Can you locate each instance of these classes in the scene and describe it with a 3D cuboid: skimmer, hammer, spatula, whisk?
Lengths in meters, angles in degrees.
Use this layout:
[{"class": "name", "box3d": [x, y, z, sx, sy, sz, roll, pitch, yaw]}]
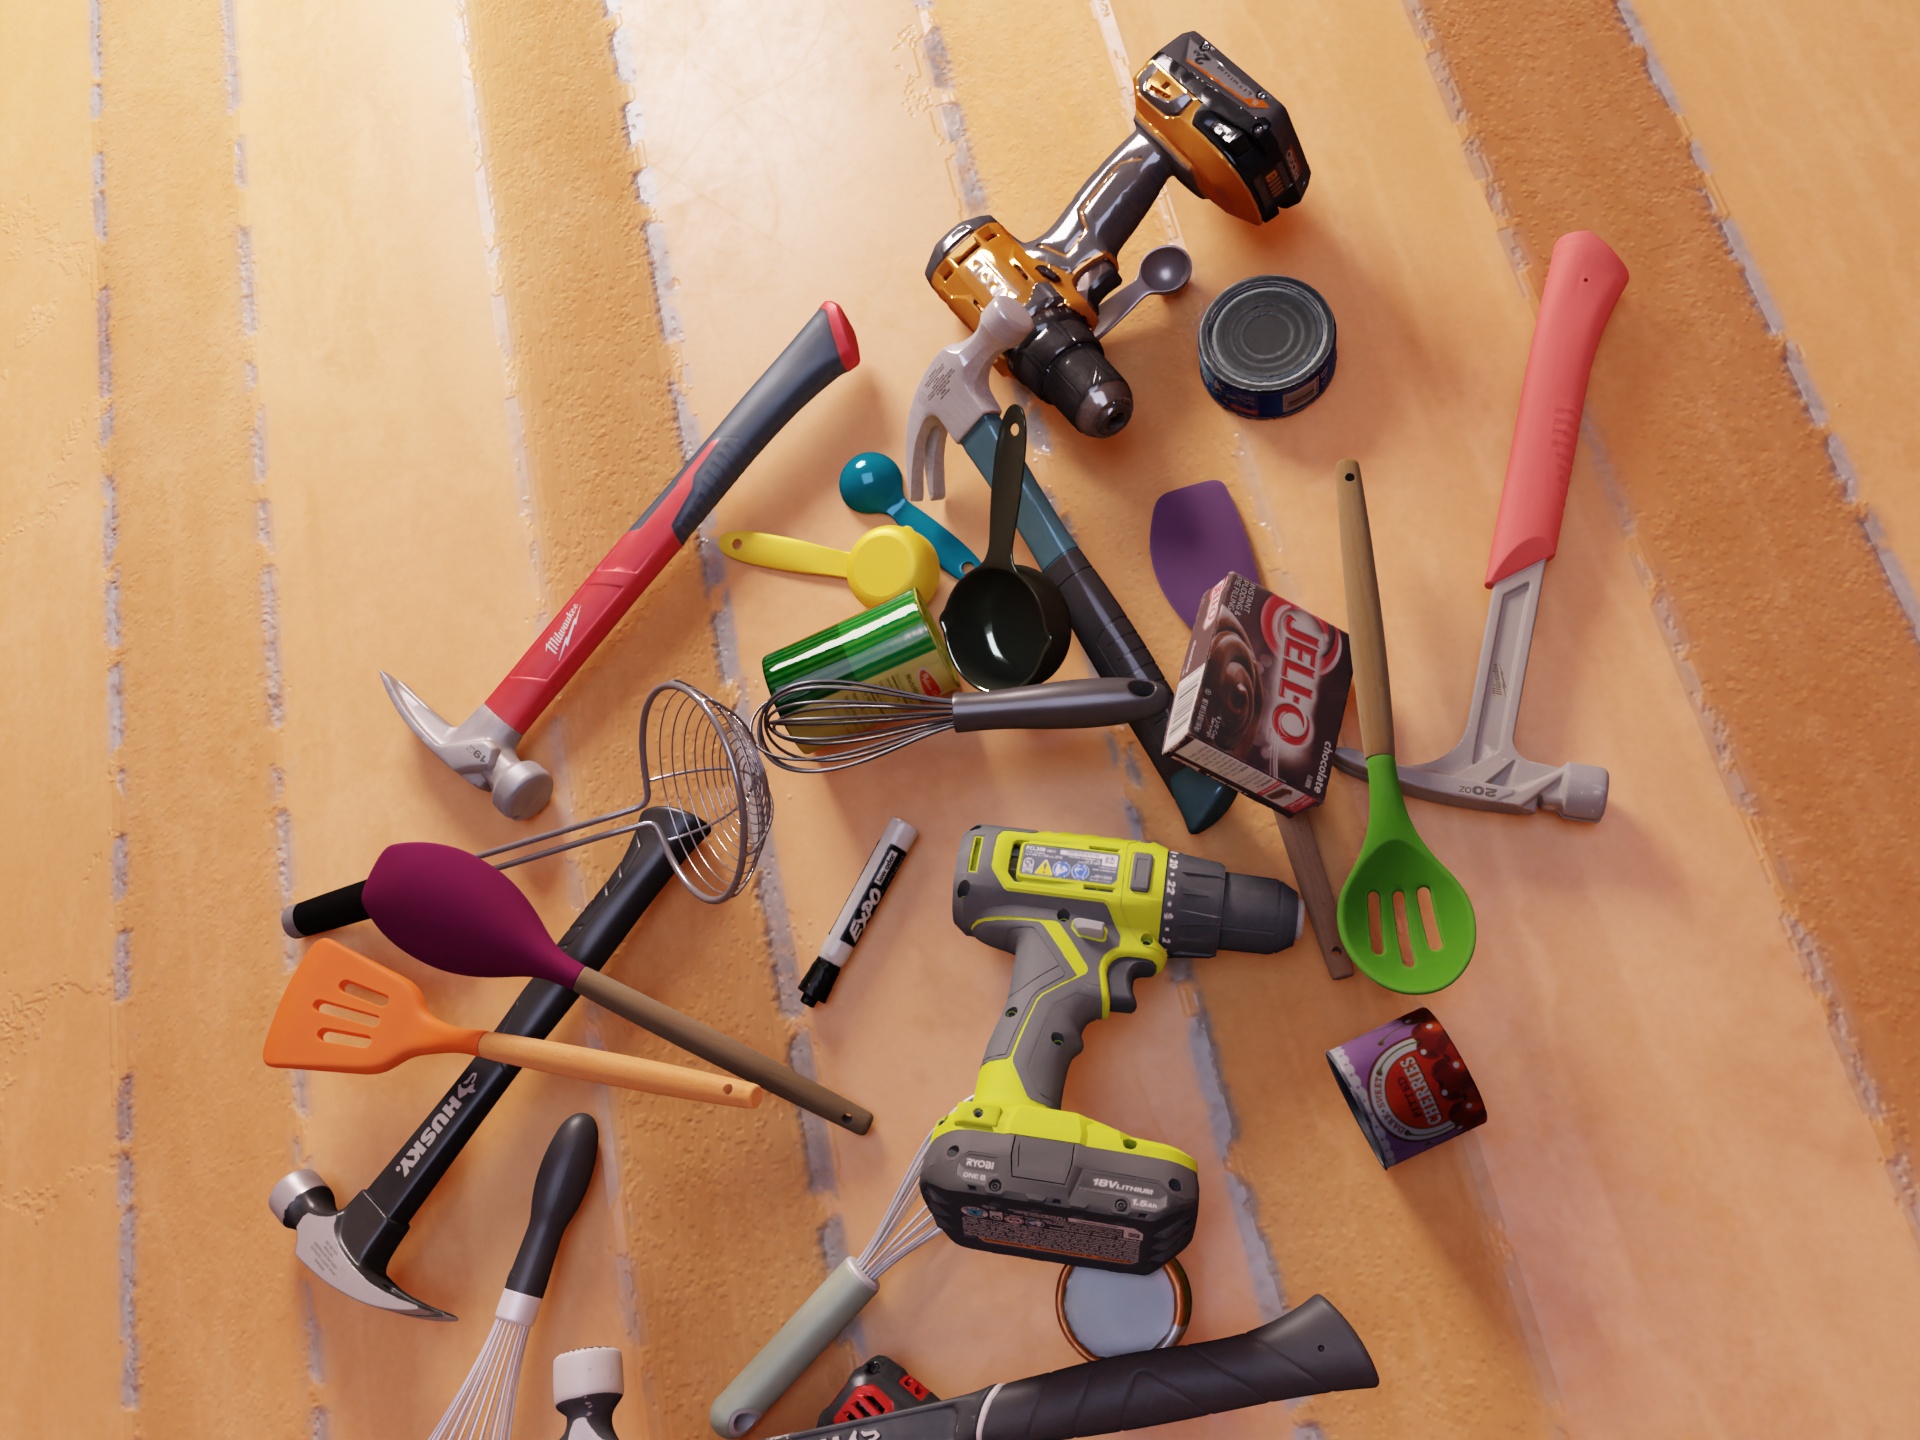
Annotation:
[{"class": "skimmer", "box3d": [-0.268, 0.077, 0.928, 0.363, 0.090, 0.127, -17, 86, 17]}, {"class": "hammer", "box3d": [0.068, -0.084, 0.944, 0.128, 0.033, 0.331, -42, 71, 37]}, {"class": "spatula", "box3d": [-0.252, 0.183, 0.890, 0.323, 0.041, 0.081, 3, 62, 27]}, {"class": "hammer", "box3d": [-0.209, -0.125, 1.033, 0.143, 0.038, 0.386, 37, 85, 22]}, {"class": "whisk", "box3d": [-0.256, 0.357, 0.878, 0.070, 0.070, 0.285, 10, 69, 15]}, {"class": "whisk", "box3d": [-0.002, -0.003, 0.899, 0.239, 0.055, 0.055, -5, 71, 6]}, {"class": "hammer", "box3d": [-0.004, 0.346, 0.769, 0.409, 0.036, 0.149, -14, 60, 7]}, {"class": "hammer", "box3d": [0.322, -0.122, 0.925, 0.149, 0.036, 0.359, 11, 75, 16]}, {"class": "whisk", "box3d": [-0.048, 0.294, 0.864, 0.246, 0.057, 0.059, -47, 34, -2]}, {"class": "spatula", "box3d": [0.172, -0.001, 0.926, 0.060, 0.018, 0.316, -16, 68, 5]}, {"class": "hammer", "box3d": [-0.258, 0.190, 0.935, 0.146, 0.035, 0.335, 28, 76, 35]}]

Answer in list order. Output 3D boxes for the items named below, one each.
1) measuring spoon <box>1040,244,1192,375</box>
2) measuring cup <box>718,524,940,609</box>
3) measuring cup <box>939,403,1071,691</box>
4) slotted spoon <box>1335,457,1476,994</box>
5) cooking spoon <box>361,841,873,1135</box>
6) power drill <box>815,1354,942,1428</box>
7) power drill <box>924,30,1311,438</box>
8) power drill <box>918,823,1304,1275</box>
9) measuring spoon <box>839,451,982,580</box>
[{"class": "measuring spoon", "box3d": [0.099, -0.262, 1.035, 0.124, 0.018, 0.034, -38, 67, 5]}, {"class": "measuring cup", "box3d": [-0.089, -0.103, 1.007, 0.156, 0.029, 0.062, 12, 88, 19]}, {"class": "measuring cup", "box3d": [0.034, -0.098, 0.925, 0.083, 0.038, 0.167, 13, 104, 37]}, {"class": "slotted spoon", "box3d": [0.230, -0.003, 0.874, 0.070, 0.031, 0.314, -4, 70, 7]}, {"class": "cooking spoon", "box3d": [-0.193, 0.157, 0.901, 0.319, 0.017, 0.069, 27, 92, 0]}, {"class": "power drill", "box3d": [-0.040, 0.463, 0.787, 0.188, 0.080, 0.227, 35, 79, 21]}, {"class": "power drill", "box3d": [0.107, -0.294, 0.987, 0.226, 0.084, 0.186, -40, 59, 8]}, {"class": "power drill", "box3d": [0.079, 0.161, 0.833, 0.190, 0.080, 0.229, 6, 52, 8]}, {"class": "measuring spoon", "box3d": [-0.030, -0.129, 1.010, 0.042, 0.021, 0.129, -45, 69, -5]}]
